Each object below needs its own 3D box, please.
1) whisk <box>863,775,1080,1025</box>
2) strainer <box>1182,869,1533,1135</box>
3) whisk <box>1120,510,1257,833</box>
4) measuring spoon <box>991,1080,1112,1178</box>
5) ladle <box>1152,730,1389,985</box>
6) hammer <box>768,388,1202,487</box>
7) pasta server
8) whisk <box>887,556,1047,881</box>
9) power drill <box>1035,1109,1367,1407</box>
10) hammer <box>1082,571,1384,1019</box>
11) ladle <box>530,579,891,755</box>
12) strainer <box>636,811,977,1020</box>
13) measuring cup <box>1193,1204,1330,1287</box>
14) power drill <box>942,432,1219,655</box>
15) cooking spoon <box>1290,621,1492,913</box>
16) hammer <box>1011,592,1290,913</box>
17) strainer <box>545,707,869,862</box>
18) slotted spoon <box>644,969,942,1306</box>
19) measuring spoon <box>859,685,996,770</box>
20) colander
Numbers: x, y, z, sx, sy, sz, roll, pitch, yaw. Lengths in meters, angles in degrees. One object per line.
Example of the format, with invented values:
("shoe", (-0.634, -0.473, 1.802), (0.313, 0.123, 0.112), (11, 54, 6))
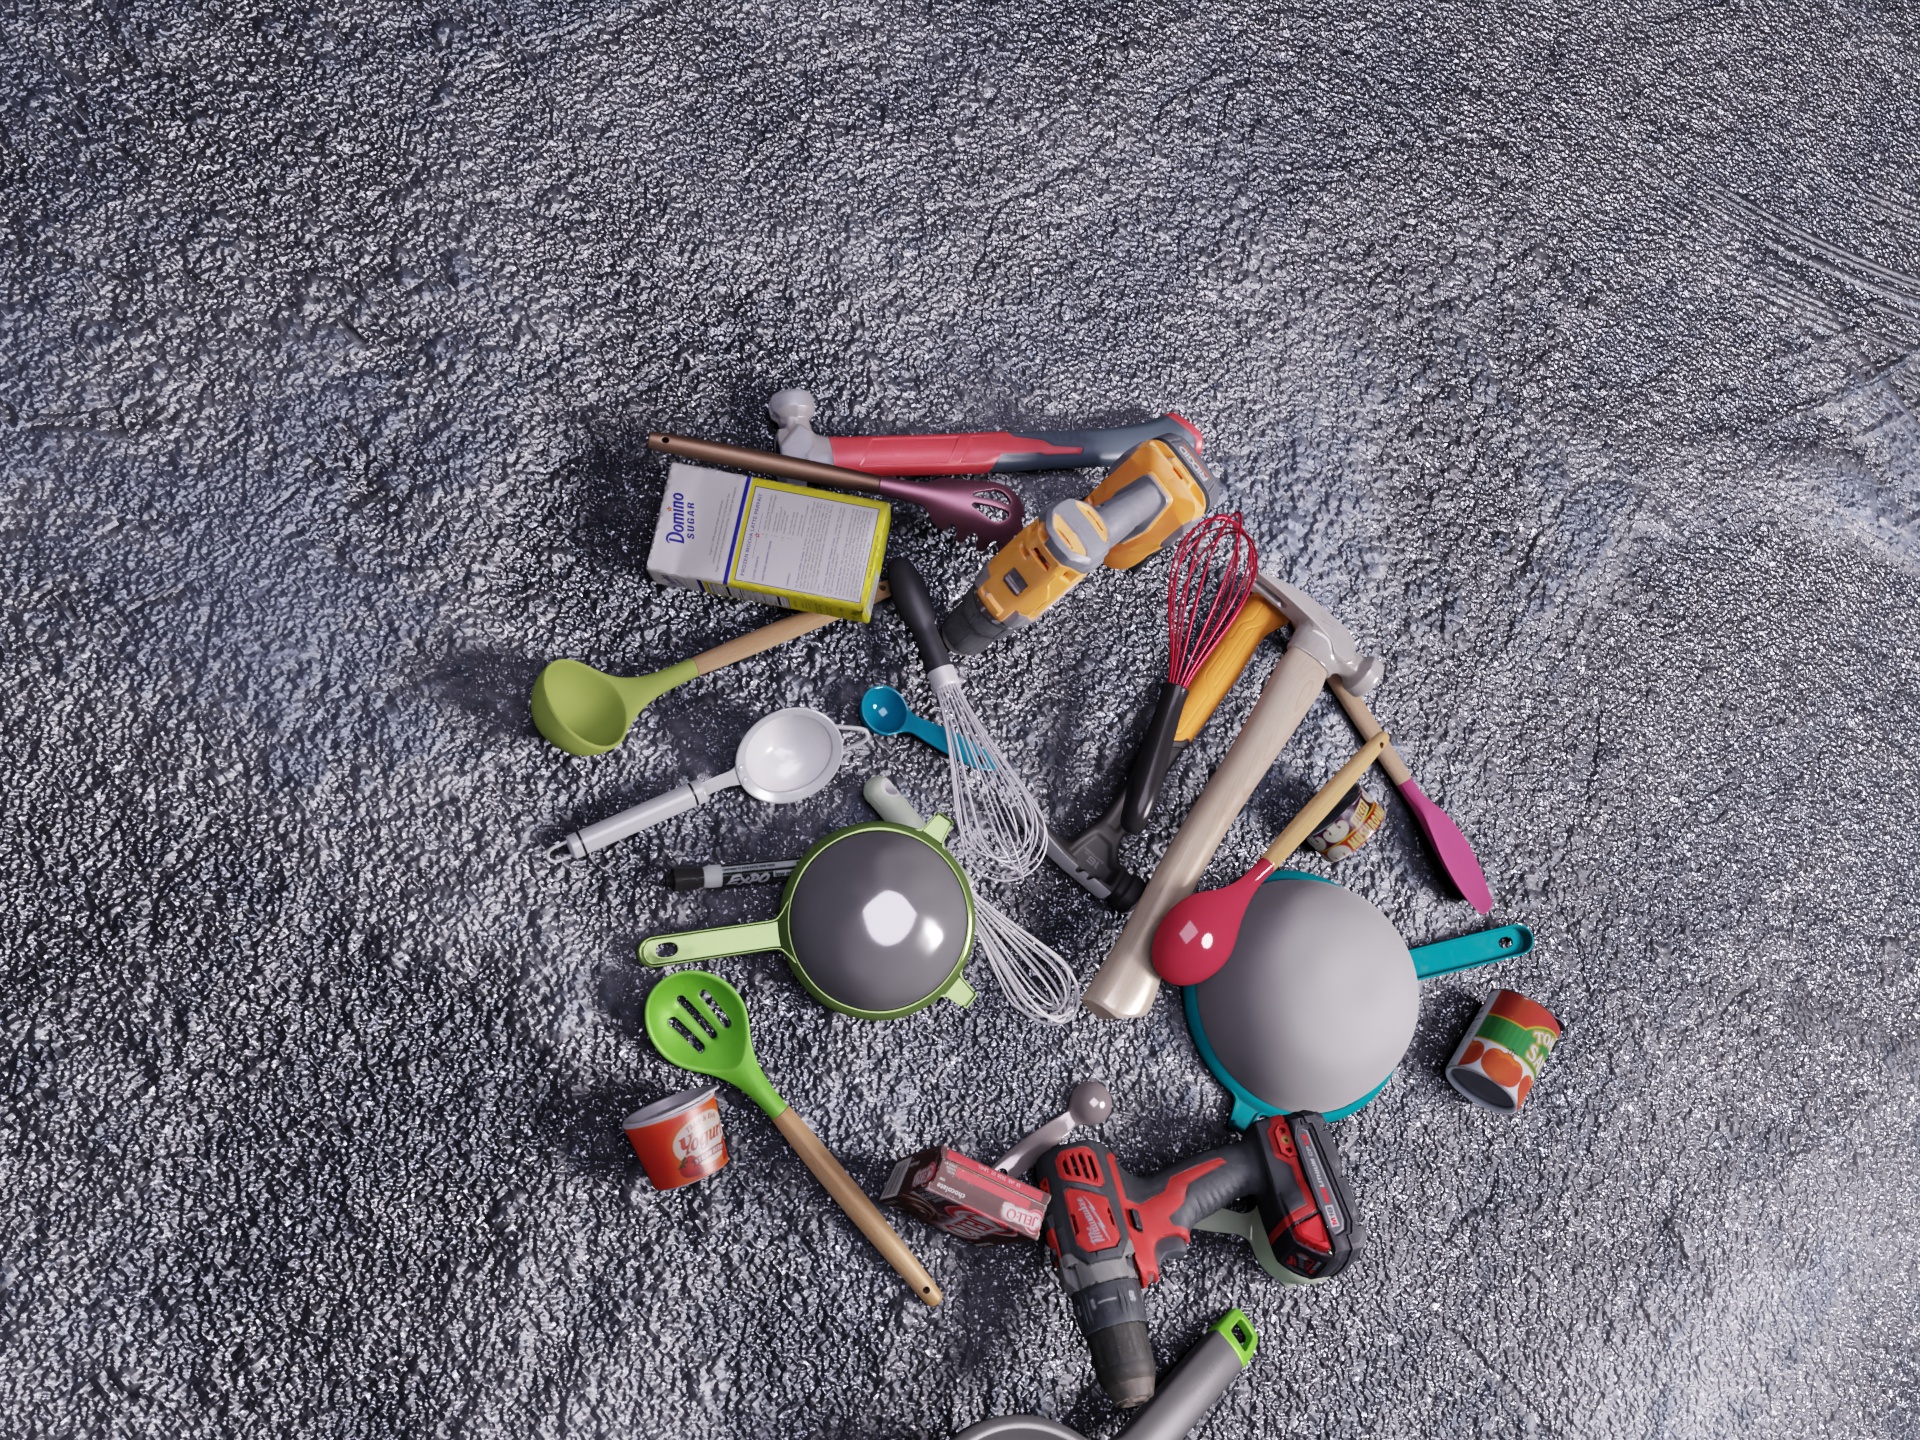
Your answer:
("whisk", (0.006, 0.141, 1.252), (0.246, 0.059, 0.058), (50, 29, 4))
("strainer", (0.354, 0.210, 1.317), (0.340, 0.095, 0.211), (-10, 78, -19))
("whisk", (0.184, -0.044, 1.318), (0.073, 0.073, 0.296), (23, 74, -11))
("measuring spoon", (0.070, 0.323, 1.231), (0.124, 0.018, 0.034), (-33, 87, -23))
("ladle", (0.263, 0.103, 1.295), (0.315, 0.031, 0.069), (-41, 112, -30))
("hammer", (0.034, -0.216, 1.365), (0.386, 0.038, 0.143), (-5, 78, -20))
("pasta server", (-0.094, -0.192, 1.284), (0.316, 0.040, 0.060), (10, 75, -12))
("whisk", (-0.002, -0.004, 1.269), (0.070, 0.070, 0.285), (-16, 76, -22))
("power drill", (0.180, 0.393, 1.183), (0.226, 0.080, 0.188), (-8, 57, -11))
("hammer", (0.206, 0.063, 1.308), (0.146, 0.038, 0.411), (39, 66, -9))
("ladle", (-0.182, -0.056, 1.238), (0.320, 0.062, 0.078), (-25, 80, -26))
("strainer", (-0.110, 0.155, 1.174), (0.256, 0.069, 0.151), (-7, 85, -11))
("measuring cup", (0.231, 0.397, 1.252), (0.167, 0.038, 0.083), (16, 70, -16))
("power drill", (0.093, -0.137, 1.310), (0.226, 0.185, 0.084), (-34, 86, -43))
("cooking spoon", (0.380, 0.033, 1.416), (0.069, 0.017, 0.319), (-23, 80, -55))
("hammer", (0.182, -0.002, 1.355), (0.127, 0.034, 0.337), (41, 66, -5))
("strainer", (-0.194, 0.049, 1.211), (0.258, 0.050, 0.086), (-24, 127, -18))
("slotted spoon", (-0.118, 0.309, 1.168), (0.070, 0.031, 0.314), (-40, 92, -7))
("measuring spoon", (-0.028, 0.013, 1.293), (0.128, 0.021, 0.042), (27, 60, -19))
("colander", (0.078, 0.559, 1.139), (0.397, 0.094, 0.204), (-29, 82, -41))
